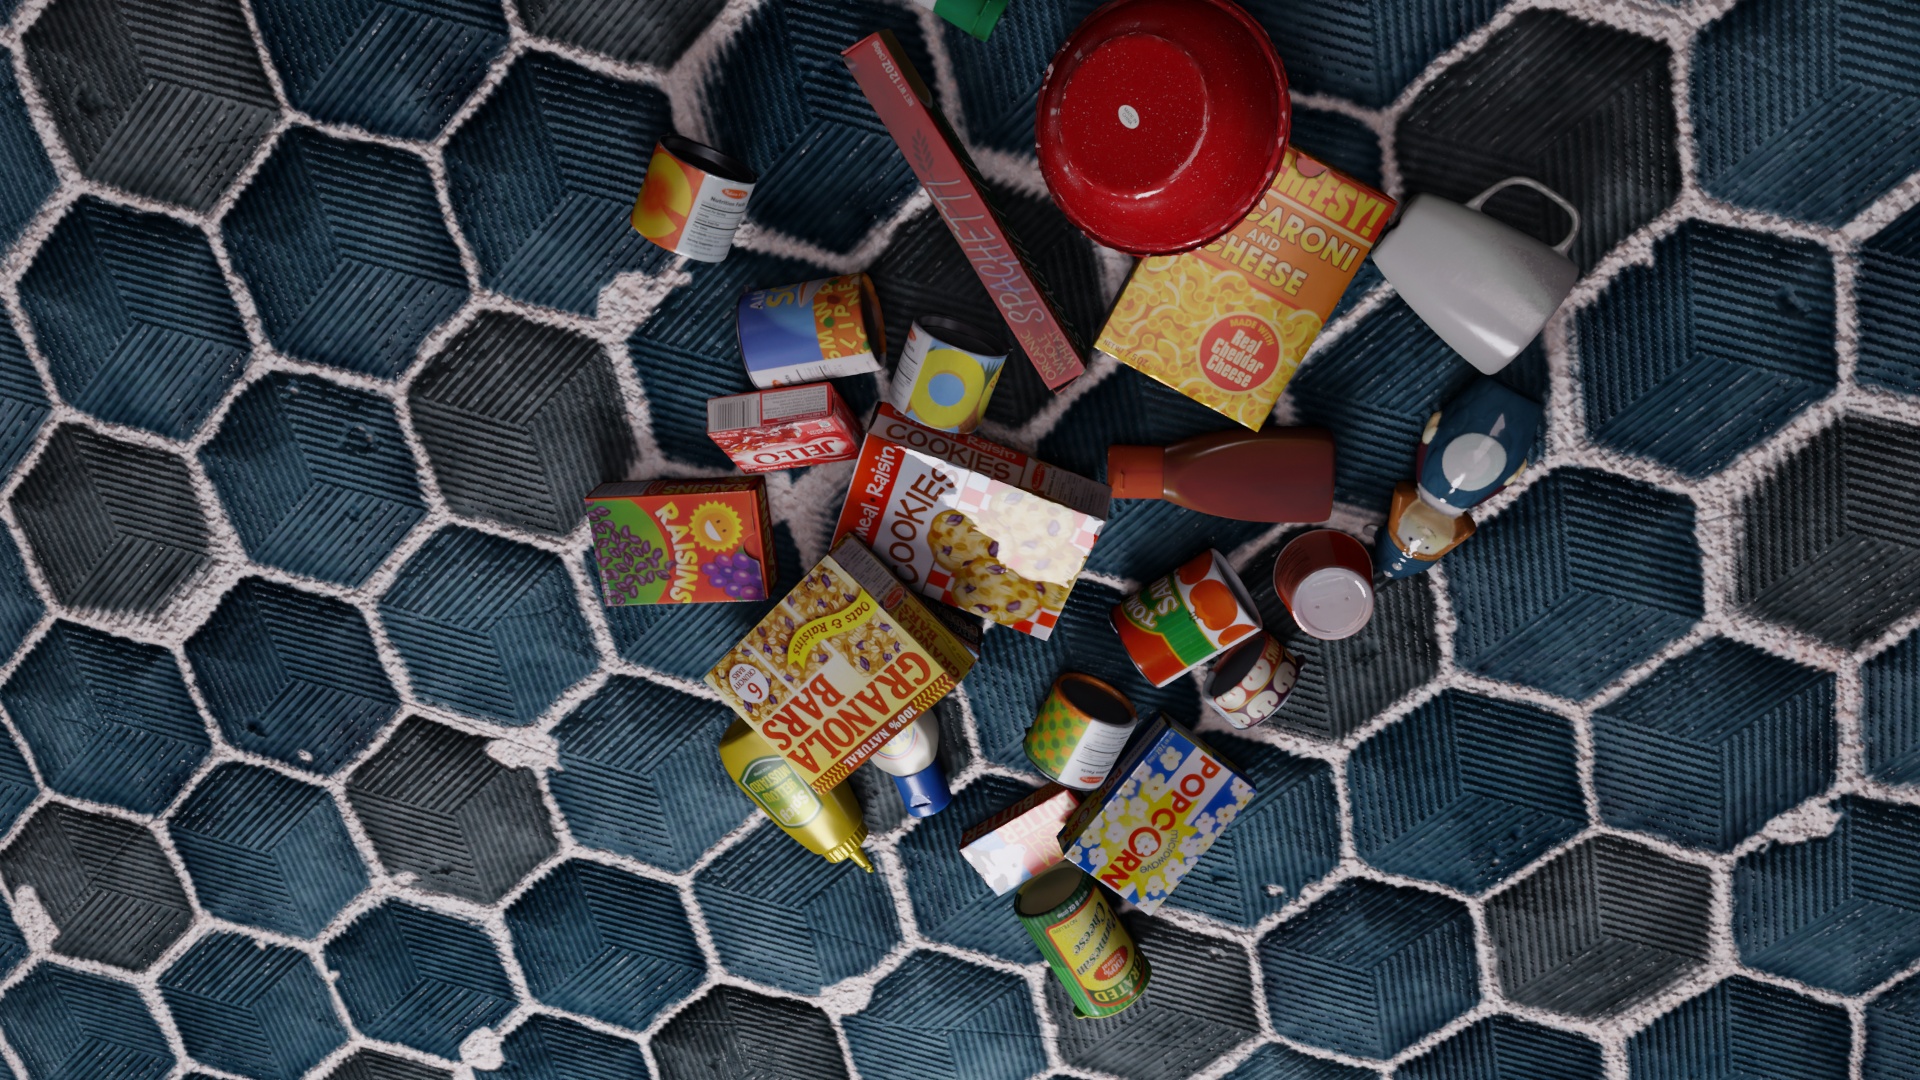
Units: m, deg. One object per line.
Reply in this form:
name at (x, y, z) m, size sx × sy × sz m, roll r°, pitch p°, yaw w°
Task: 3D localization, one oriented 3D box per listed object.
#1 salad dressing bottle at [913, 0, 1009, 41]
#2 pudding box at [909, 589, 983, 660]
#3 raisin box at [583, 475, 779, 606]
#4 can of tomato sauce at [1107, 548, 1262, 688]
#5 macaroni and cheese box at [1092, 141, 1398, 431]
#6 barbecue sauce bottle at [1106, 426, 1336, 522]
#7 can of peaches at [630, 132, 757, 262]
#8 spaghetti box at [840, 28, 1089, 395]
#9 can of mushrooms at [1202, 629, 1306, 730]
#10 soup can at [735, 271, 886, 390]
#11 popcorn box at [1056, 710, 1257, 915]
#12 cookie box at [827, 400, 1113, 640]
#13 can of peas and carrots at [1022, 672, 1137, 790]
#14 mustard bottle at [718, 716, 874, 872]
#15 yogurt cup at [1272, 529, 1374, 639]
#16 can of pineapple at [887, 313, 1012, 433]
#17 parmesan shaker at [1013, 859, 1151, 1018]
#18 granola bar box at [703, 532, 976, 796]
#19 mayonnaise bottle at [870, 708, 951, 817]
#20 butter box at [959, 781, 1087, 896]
salad dressing bottle at (-0.040, -0.353, 0.836) m, size 0.147 × 0.044 × 0.064 m, roll 29°, pitch 110°, yaw -6°
pudding box at (-0.026, 0.060, 0.993) m, size 0.083 × 0.050 × 0.030 m, roll 35°, pitch 110°, yaw -7°
raisin box at (-0.198, 0.000, 0.995) m, size 0.123 × 0.040 × 0.085 m, roll -2°, pitch 110°, yaw 7°
can of tomato sauce at (0.155, 0.052, 0.959) m, size 0.083 × 0.071 × 0.071 m, roll -33°, pitch 104°, yaw 17°
macaroni and cheese box at (0.178, -0.170, 0.883) m, size 0.124 × 0.040 × 0.165 m, roll 27°, pitch 112°, yaw -4°
barbecue sauce bottle at (0.173, -0.045, 0.932) m, size 0.148 × 0.044 × 0.064 m, roll 1°, pitch 113°, yaw 7°
can of peaches at (-0.173, -0.220, 0.893) m, size 0.071 × 0.071 × 0.057 m, roll 25°, pitch 113°, yaw -4°
spaghetti box at (0.008, -0.208, 0.883) m, size 0.028 × 0.050 × 0.249 m, roll -29°, pitch 106°, yaw 18°
can of mushrooms at (0.204, 0.095, 0.971) m, size 0.033 × 0.071 × 0.071 m, roll 42°, pitch 110°, yaw -9°
soup can at (-0.098, -0.140, 0.914) m, size 0.084 × 0.071 × 0.071 m, roll -9°, pitch 110°, yaw 10°
popcorn box at (0.143, 0.200, 1.019) m, size 0.085 × 0.038 × 0.126 m, roll 37°, pitch 98°, yaw -12°
cookie box at (0.003, -0.012, 0.948) m, size 0.167 × 0.040 × 0.122 m, roll 21°, pitch 132°, yaw -2°
can of peas and carrots at (0.085, 0.135, 1.003) m, size 0.071 × 0.071 × 0.058 m, roll 24°, pitch 112°, yaw -3°
mustard bottle at (-0.114, 0.197, 1.058) m, size 0.065 × 0.049 × 0.160 m, roll -33°, pitch 104°, yaw 22°
yogurt cup at (0.250, 0.032, 0.947) m, size 0.072 × 0.054 × 0.072 m, roll 2°, pitch 111°, yaw 6°
can of pineapple at (-0.007, -0.110, 0.915) m, size 0.071 × 0.071 × 0.057 m, roll 21°, pitch 113°, yaw -2°
parmesan shaker at (0.091, 0.306, 1.065) m, size 0.071 × 0.071 × 0.103 m, roll -28°, pitch 106°, yaw 16°
granola bar box at (-0.087, 0.089, 0.971) m, size 0.124 × 0.039 × 0.164 m, roll 46°, pitch 125°, yaw -3°
mayonnaise bottle at (-0.048, 0.134, 1.029) m, size 0.064 × 0.041 × 0.147 m, roll -16°, pitch 108°, yaw 19°
butter box at (0.055, 0.226, 1.063) m, size 0.103 × 0.024 × 0.053 m, roll -34°, pitch 105°, yaw 18°
